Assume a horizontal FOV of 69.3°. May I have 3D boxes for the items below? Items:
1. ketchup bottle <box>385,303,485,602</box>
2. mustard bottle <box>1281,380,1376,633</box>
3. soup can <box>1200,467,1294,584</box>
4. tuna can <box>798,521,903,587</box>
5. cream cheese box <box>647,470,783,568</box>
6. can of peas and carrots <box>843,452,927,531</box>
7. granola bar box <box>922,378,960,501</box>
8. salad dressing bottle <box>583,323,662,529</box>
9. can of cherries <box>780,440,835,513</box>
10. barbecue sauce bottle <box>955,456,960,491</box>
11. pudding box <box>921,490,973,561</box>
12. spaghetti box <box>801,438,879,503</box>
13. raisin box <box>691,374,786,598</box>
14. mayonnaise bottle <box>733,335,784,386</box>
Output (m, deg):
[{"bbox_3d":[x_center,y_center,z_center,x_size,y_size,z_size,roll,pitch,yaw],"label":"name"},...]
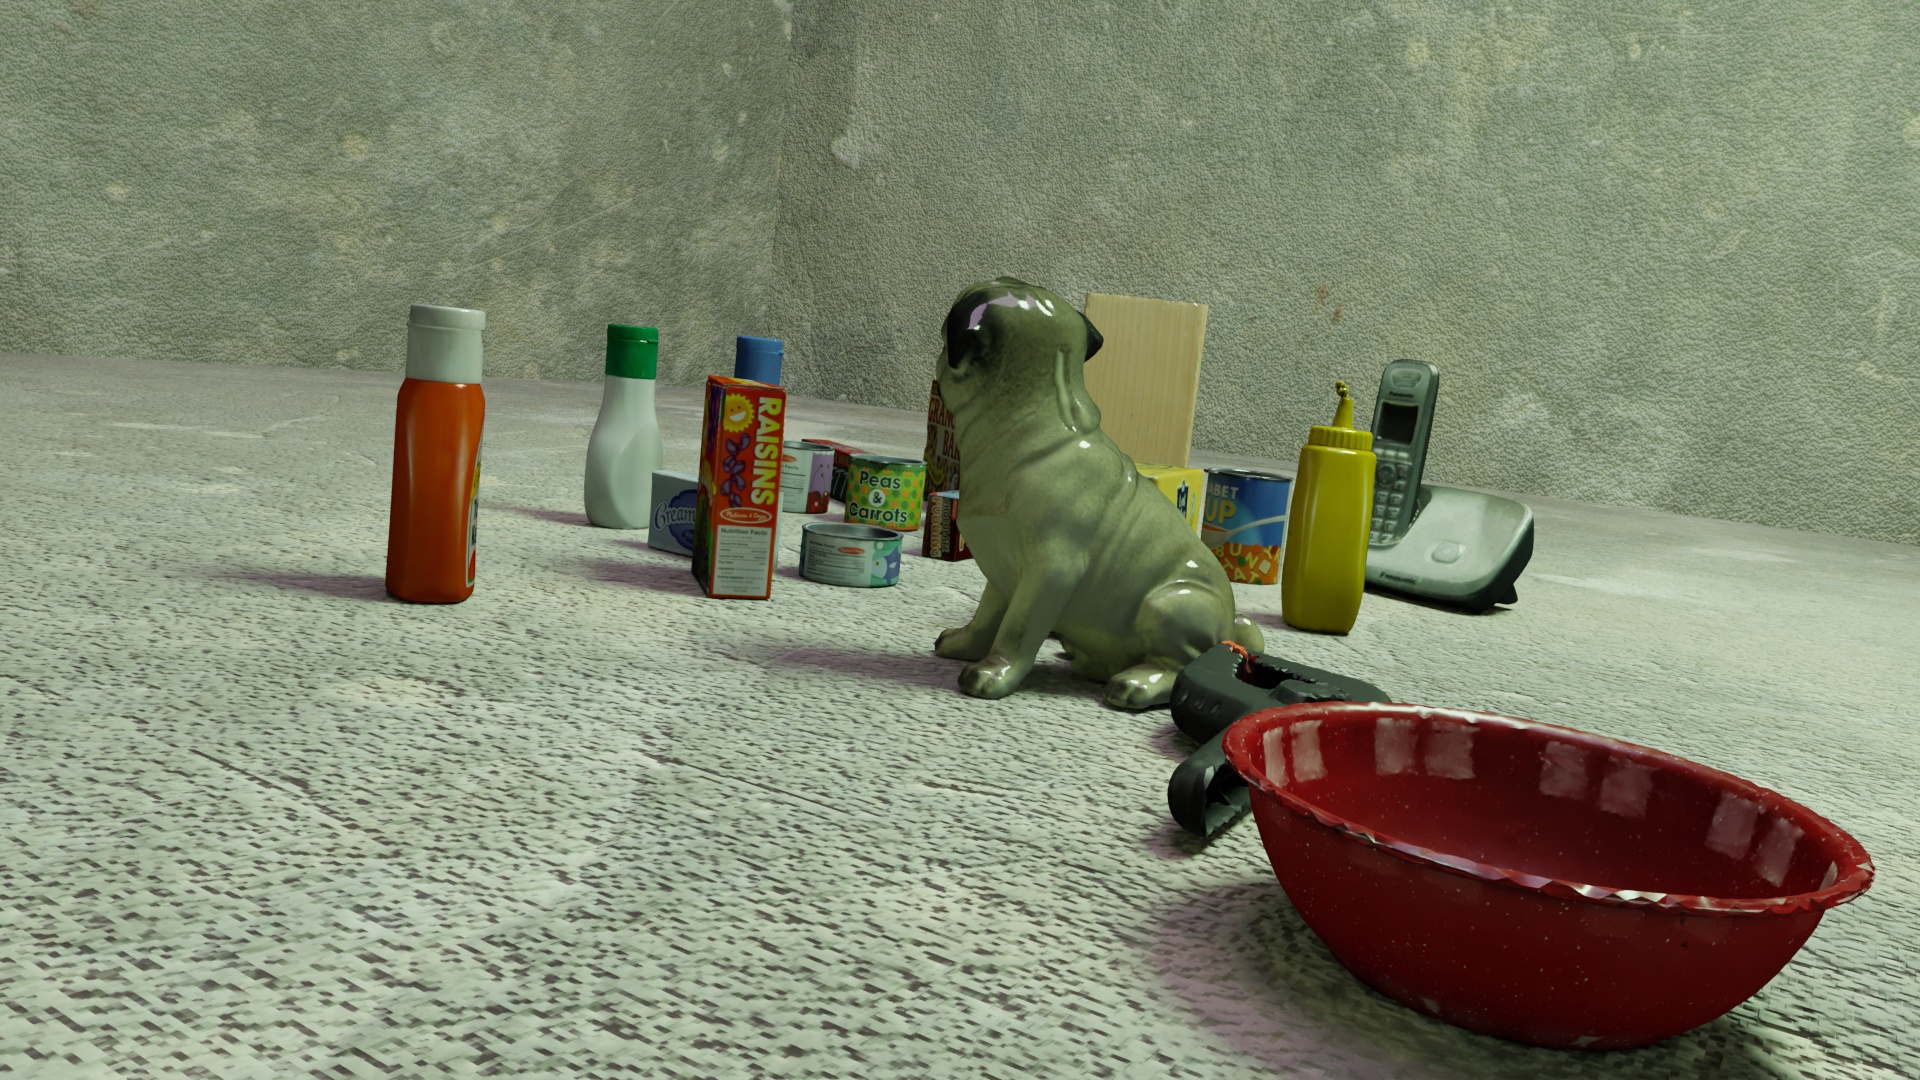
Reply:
[{"bbox_3d":[-0.268,-0.045,0.713,0.043,0.148,0.065,3,8,-23],"label":"ketchup bottle"},{"bbox_3d":[0.239,-0.022,0.892,0.049,0.160,0.065,6,7,1],"label":"mustard bottle"},{"bbox_3d":[0.220,-0.012,1.088,0.071,0.083,0.071,6,7,-1],"label":"soup can"},{"bbox_3d":[-0.070,0.009,0.900,0.071,0.032,0.071,6,8,-1],"label":"tuna can"},{"bbox_3d":[-0.163,-0.014,0.917,0.104,0.053,0.024,11,9,35],"label":"cream cheese box"},{"bbox_3d":[-0.064,-0.041,1.173,0.071,0.058,0.071,6,7,-1],"label":"can of peas and carrots"},{"bbox_3d":[0.002,-0.090,1.347,0.039,0.124,0.165,4,8,-16],"label":"granola bar box"},{"bbox_3d":[-0.245,-0.084,1.019,0.044,0.147,0.064,9,8,24],"label":"salad dressing bottle"},{"bbox_3d":[-0.145,-0.057,1.231,0.071,0.058,0.071,6,7,-1],"label":"can of cherries"},{"bbox_3d":[0.024,-0.079,1.185,0.043,0.148,0.065,9,8,23],"label":"barbecue sauce bottle"},{"bbox_3d":[0.004,-0.013,1.056,0.030,0.049,0.084,9,8,26],"label":"pudding box"},{"bbox_3d":[-0.102,-0.061,1.327,0.029,0.050,0.250,2,8,-26],"label":"spaghetti box"},{"bbox_3d":[-0.133,-0.033,0.824,0.040,0.123,0.086,4,8,-17],"label":"raisin box"},{"bbox_3d":[-0.165,-0.087,1.099,0.041,0.147,0.065,7,7,9],"label":"mayonnaise bottle"}]
